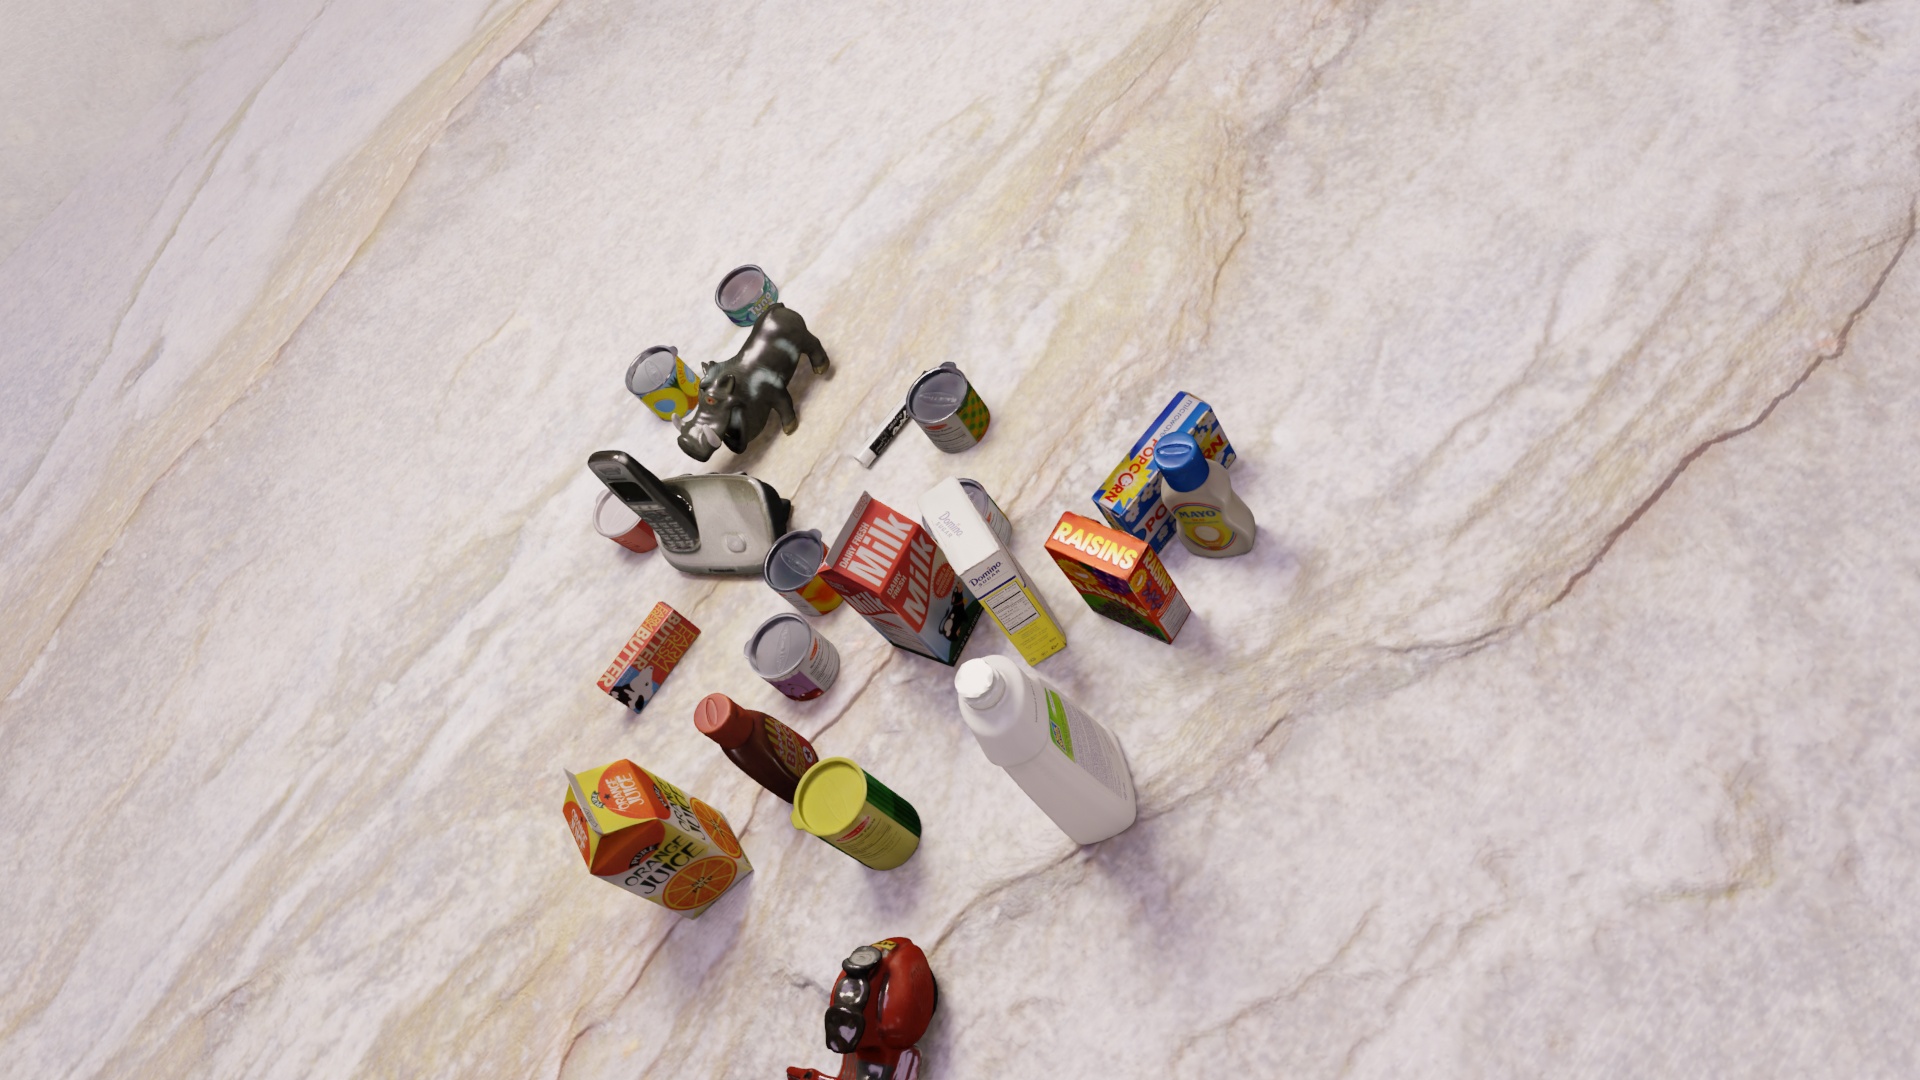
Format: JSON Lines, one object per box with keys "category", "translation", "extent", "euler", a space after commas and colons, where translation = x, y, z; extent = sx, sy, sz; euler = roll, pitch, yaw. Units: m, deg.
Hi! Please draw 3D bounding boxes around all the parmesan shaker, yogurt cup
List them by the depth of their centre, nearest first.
{"category": "parmesan shaker", "translation": [-0.086, 0.229, 1.151], "extent": [0.071, 0.102, 0.071], "euler": [-13, 57, 20]}
{"category": "yogurt cup", "translation": [-0.345, -0.022, 1.465], "extent": [0.072, 0.053, 0.073], "euler": [-13, 57, 20]}

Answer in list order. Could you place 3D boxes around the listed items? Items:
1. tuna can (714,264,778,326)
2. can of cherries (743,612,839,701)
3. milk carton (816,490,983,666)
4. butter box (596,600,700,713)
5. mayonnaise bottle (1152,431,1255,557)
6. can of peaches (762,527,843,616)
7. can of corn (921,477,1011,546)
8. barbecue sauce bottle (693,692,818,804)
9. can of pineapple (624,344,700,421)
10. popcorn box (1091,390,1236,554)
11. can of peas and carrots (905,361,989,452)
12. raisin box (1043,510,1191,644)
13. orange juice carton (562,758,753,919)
{"category": "tuna can", "translation": [-0.242, -0.278, 1.580], "extent": [0.071, 0.032, 0.071], "euler": [-13, 57, 20]}
{"category": "can of cherries", "translation": [-0.156, 0.108, 1.287], "extent": [0.071, 0.058, 0.072], "euler": [-13, 57, 20]}
{"category": "milk carton", "translation": [-0.056, 0.032, 1.199], "extent": [0.073, 0.190, 0.072], "euler": [16, 71, 34]}
{"category": "butter box", "translation": [-0.305, 0.114, 1.363], "extent": [0.024, 0.053, 0.103], "euler": [27, 76, 36]}
{"category": "mayonnaise bottle", "translation": [0.196, -0.036, 1.138], "extent": [0.065, 0.147, 0.041], "euler": [-2, 61, 26]}
{"category": "can of peaches", "translation": [-0.144, 0.030, 1.329], "extent": [0.071, 0.058, 0.071], "euler": [-13, 57, 20]}
{"category": "can of corn", "translation": [0.005, -0.016, 1.281], "extent": [0.071, 0.058, 0.071], "euler": [-13, 57, 20]}
{"category": "barbecue sauce bottle", "translation": [-0.175, 0.176, 1.199], "extent": [0.043, 0.148, 0.065], "euler": [-26, 53, 11]}
{"category": "can of pineapple", "translation": [-0.328, -0.175, 1.546], "extent": [0.071, 0.057, 0.071], "euler": [-13, 57, 20]}
{"category": "popcorn box", "translation": [0.177, -0.055, 1.199], "extent": [0.038, 0.085, 0.127], "euler": [34, 81, 37]}
{"category": "can of peas and carrots", "translation": [-0.011, -0.130, 1.357], "extent": [0.071, 0.058, 0.071], "euler": [-13, 57, 20]}
{"category": "raisin box", "translation": [0.131, 0.031, 1.146], "extent": [0.086, 0.123, 0.040], "euler": [24, 75, 36]}
{"category": "orange juice carton", "translation": [-0.265, 0.248, 1.174], "extent": [0.073, 0.192, 0.072], "euler": [-40, 52, 1]}
